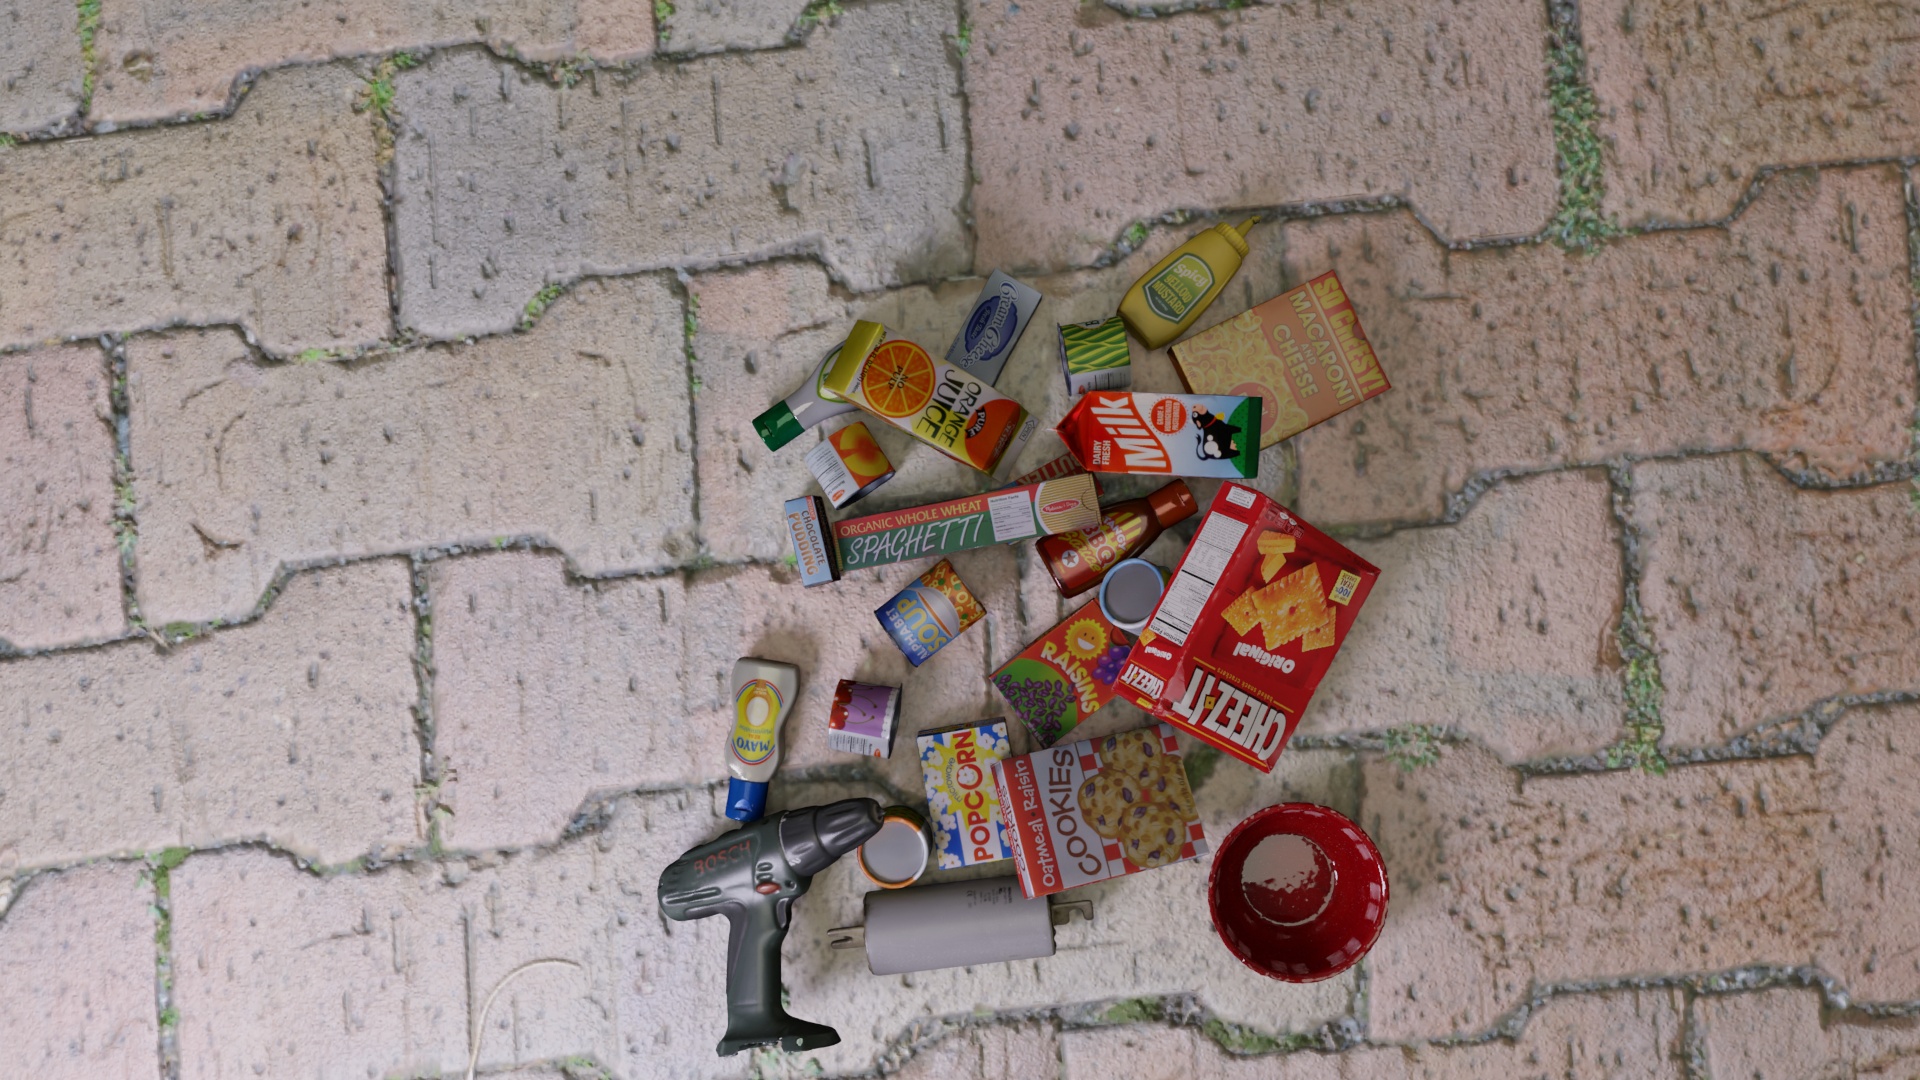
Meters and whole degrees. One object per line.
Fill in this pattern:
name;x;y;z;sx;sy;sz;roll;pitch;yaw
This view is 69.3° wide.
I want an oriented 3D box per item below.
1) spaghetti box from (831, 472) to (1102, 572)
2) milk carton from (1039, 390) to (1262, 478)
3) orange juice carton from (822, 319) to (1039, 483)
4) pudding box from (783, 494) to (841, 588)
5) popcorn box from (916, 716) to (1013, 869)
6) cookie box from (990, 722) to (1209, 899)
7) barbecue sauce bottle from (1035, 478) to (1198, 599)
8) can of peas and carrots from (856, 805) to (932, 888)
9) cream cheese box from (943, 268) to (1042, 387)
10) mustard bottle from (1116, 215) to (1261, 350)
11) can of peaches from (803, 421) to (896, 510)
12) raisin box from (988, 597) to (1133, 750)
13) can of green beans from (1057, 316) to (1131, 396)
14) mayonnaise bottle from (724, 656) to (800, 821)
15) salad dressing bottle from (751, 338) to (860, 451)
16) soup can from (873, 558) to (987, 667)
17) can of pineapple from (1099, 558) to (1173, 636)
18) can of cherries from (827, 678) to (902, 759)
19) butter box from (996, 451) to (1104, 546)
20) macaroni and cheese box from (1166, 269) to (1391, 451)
spaghetti box;0.005;-0.016;1.277;0.250;0.029;0.050;-10;89;12
milk carton;0.169;-0.095;1.239;0.191;0.072;0.073;3;93;8
orange juice carton;-0.020;-0.123;1.260;0.192;0.073;0.072;27;90;-25
pudding box;-0.137;0.001;1.292;0.030;0.049;0.083;-13;88;4
popcorn box;0.012;0.234;1.286;0.085;0.038;0.126;-10;88;2
cookie box;0.124;0.242;1.247;0.168;0.040;0.123;-10;73;-13
barbecue sauce bottle;0.147;-0.007;1.284;0.148;0.043;0.065;-29;82;1
can of peas and carrots;-0.062;0.281;1.278;0.071;0.058;0.071;0;88;2
cream cheese box;0.030;-0.198;1.303;0.053;0.024;0.104;29;90;2
mustard bottle;0.218;-0.248;1.285;0.160;0.049;0.065;-44;89;1
can of peaches;-0.101;-0.070;1.286;0.071;0.071;0.058;-33;87;1
raisin box;0.100;0.122;1.285;0.123;0.040;0.086;-37;87;0
can of green beans;0.123;-0.170;1.278;0.058;0.071;0.071;-10;89;2
mayonnaise bottle;-0.190;0.185;1.294;0.065;0.041;0.148;9;88;1
salad dressing bottle;-0.124;-0.137;1.298;0.147;0.044;0.064;-34;89;1
soup can;-0.027;0.066;1.275;0.084;0.071;0.071;-37;88;1
can of pineapple;0.167;0.052;1.263;0.071;0.058;0.071;-10;70;30
can of cherries;-0.088;0.162;1.280;0.058;0.071;0.071;9;89;3
butter box;0.078;-0.041;1.298;0.103;0.024;0.053;-28;88;2
macaroni and cheese box;0.294;-0.158;1.284;0.166;0.040;0.123;-26;89;2
